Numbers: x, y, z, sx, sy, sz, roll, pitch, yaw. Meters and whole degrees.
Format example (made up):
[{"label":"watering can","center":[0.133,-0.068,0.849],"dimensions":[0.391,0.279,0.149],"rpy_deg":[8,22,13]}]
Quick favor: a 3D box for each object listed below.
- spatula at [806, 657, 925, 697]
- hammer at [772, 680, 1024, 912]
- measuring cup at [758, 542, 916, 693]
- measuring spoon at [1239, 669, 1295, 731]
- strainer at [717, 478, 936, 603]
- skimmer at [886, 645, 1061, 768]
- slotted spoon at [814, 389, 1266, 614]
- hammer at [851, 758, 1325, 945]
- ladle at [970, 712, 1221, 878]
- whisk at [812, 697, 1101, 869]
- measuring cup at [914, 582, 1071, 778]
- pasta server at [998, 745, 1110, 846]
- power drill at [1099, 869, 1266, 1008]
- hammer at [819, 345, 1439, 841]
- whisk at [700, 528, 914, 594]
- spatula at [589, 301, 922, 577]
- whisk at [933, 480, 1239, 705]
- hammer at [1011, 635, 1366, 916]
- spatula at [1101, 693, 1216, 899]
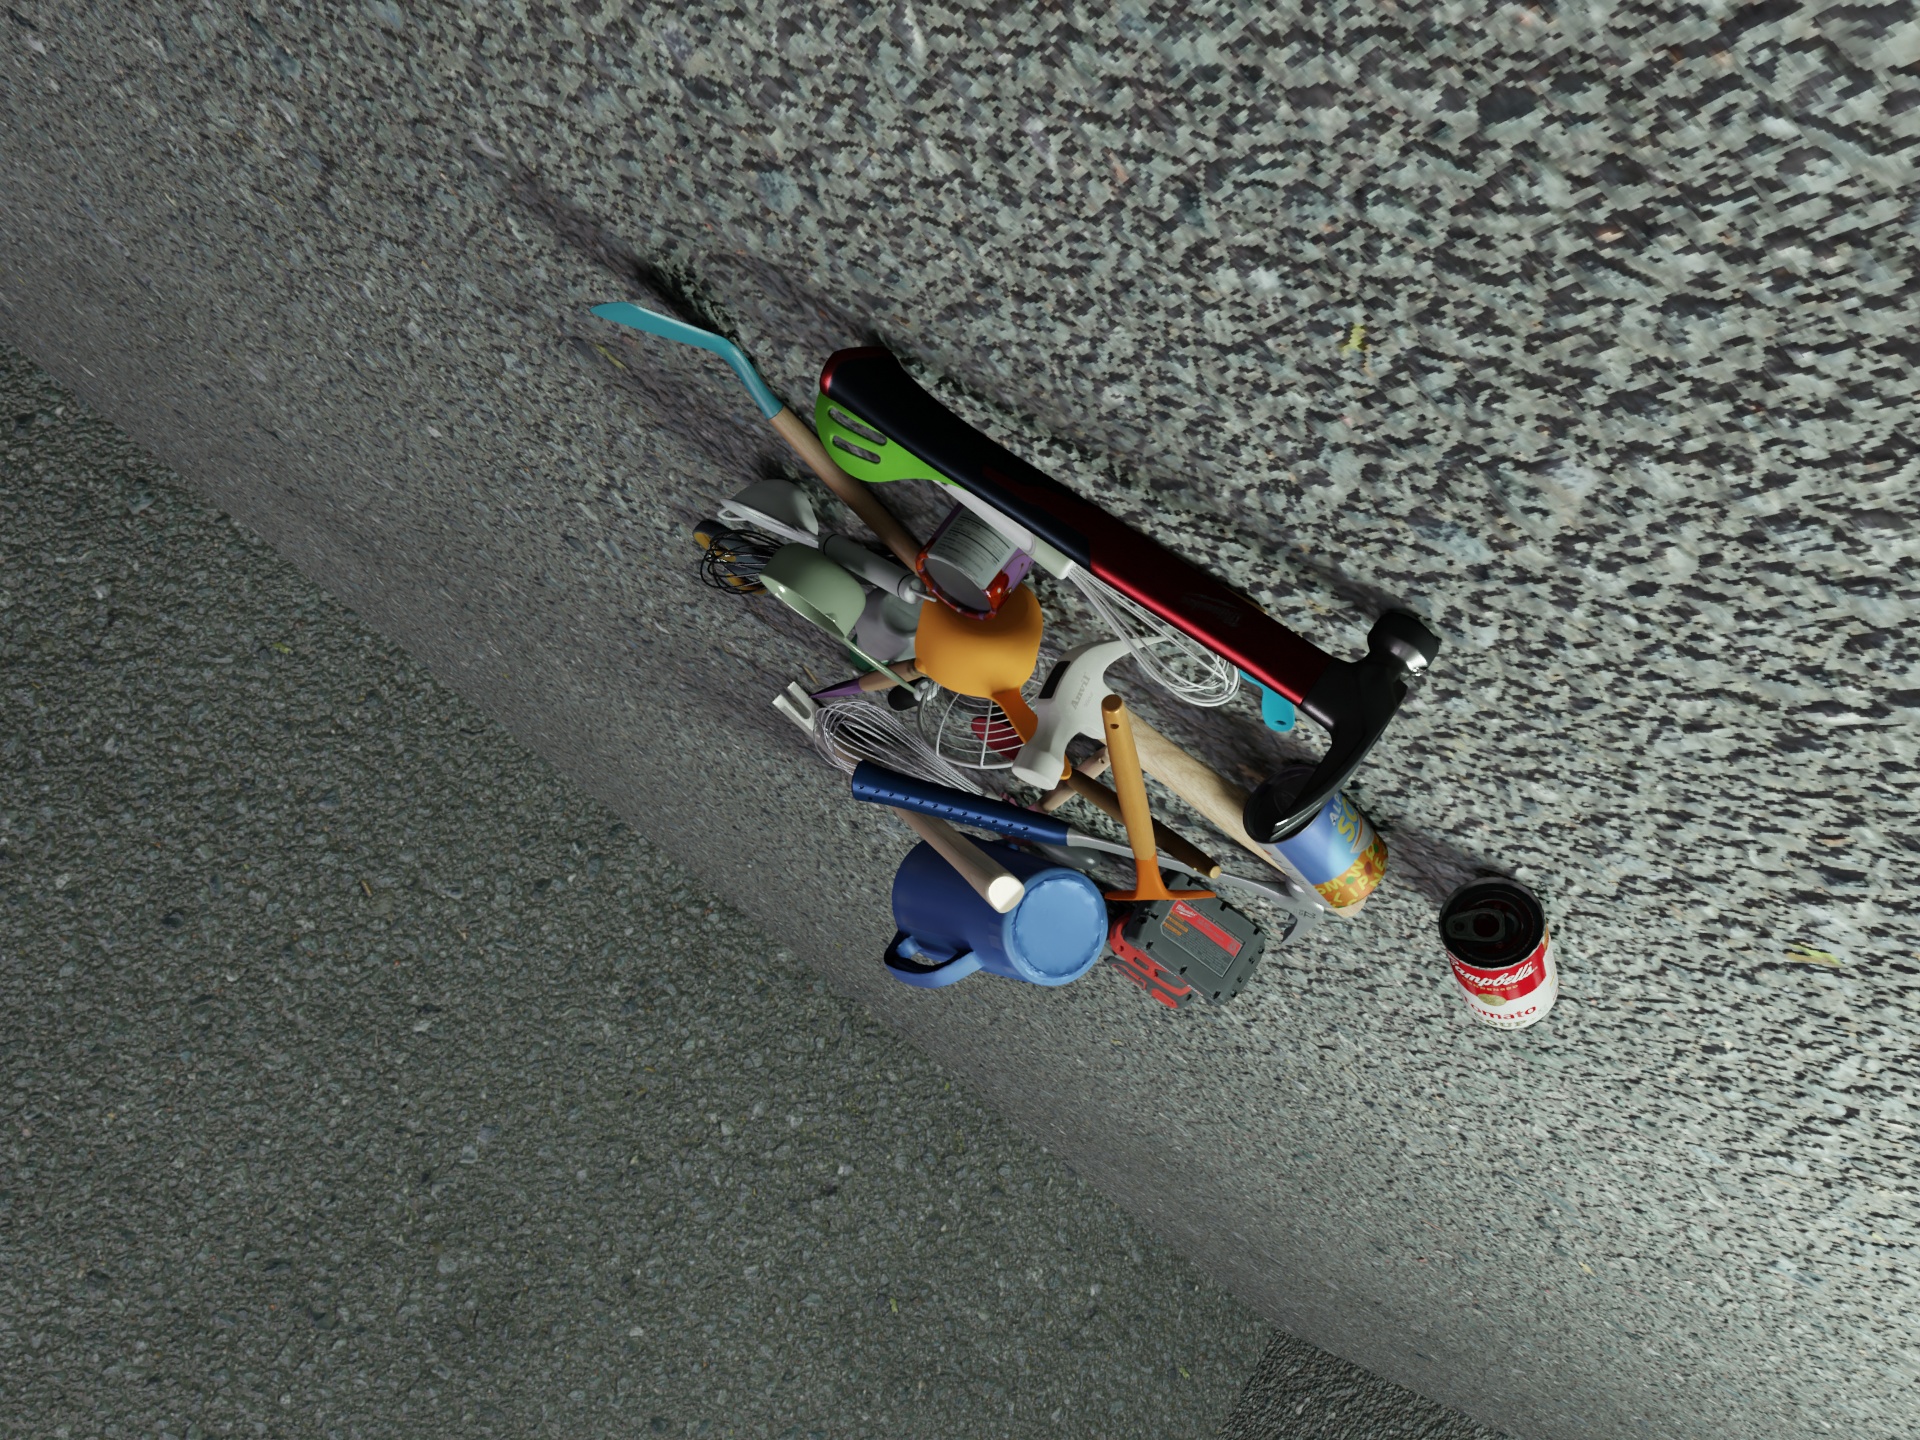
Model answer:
[{"label":"spatula","center":[-0.074,-0.033,1.335],"dimensions":[0.316,0.059,0.018],"rpy_deg":[170,88,-71]},{"label":"hammer","center":[-0.058,0.074,1.499],"dimensions":[0.146,0.038,0.411],"rpy_deg":[47,174,-31]},{"label":"measuring cup","center":[-0.076,-0.073,1.157],"dimensions":[0.083,0.038,0.167],"rpy_deg":[26,170,48]},{"label":"measuring spoon","center":[0.201,-0.022,1.008],"dimensions":[0.042,0.021,0.128],"rpy_deg":[5,162,15]},{"label":"strainer","center":[-0.097,-0.132,1.161],"dimensions":[0.259,0.050,0.086],"rpy_deg":[32,-176,43]},{"label":"skimmer","center":[-0.002,-0.004,1.282],"dimensions":[0.090,0.127,0.363],"rpy_deg":[63,166,-3]},{"label":"slotted spoon","center":[0.043,-0.131,0.972],"dimensions":[0.314,0.070,0.031],"rpy_deg":[27,-155,9]},{"label":"hammer","center":[0.102,0.101,1.317],"dimensions":[0.405,0.035,0.144],"rpy_deg":[14,157,17]},{"label":"ladle","center":[0.103,0.055,1.249],"dimensions":[0.069,0.031,0.316],"rpy_deg":[46,173,-36]},{"label":"whisk","center":[-0.003,0.060,1.408],"dimensions":[0.284,0.070,0.070],"rpy_deg":[28,161,3]},{"label":"measuring cup","center":[0.033,-0.036,1.083],"dimensions":[0.174,0.095,0.052],"rpy_deg":[56,151,34]},{"label":"pasta server","center":[0.085,0.064,1.410],"dimensions":[0.060,0.040,0.316],"rpy_deg":[36,158,-2]},{"label":"power drill","center":[0.175,0.199,1.511],"dimensions":[0.188,0.080,0.226],"rpy_deg":[36,165,-1]},{"label":"hammer","center":[0.066,-0.091,0.901],"dimensions":[0.386,0.143,0.038],"rpy_deg":[35,165,15]},{"label":"whisk","center":[-0.125,-0.123,1.264],"dimensions":[0.239,0.055,0.055],"rpy_deg":[7,148,42]},{"label":"spatula","center":[-0.119,-0.189,1.109],"dimensions":[0.317,0.044,0.082],"rpy_deg":[44,166,-29]},{"label":"whisk","center":[0.075,-0.093,1.001],"dimensions":[0.246,0.059,0.057],"rpy_deg":[39,145,5]},{"label":"hammer","center":[0.178,0.051,1.105],"dimensions":[0.331,0.130,0.031],"rpy_deg":[33,163,-31]},{"label":"spatula","center":[0.115,0.064,1.018],"dimensions":[0.081,0.041,0.322],"rpy_deg":[-2,149,12]}]
